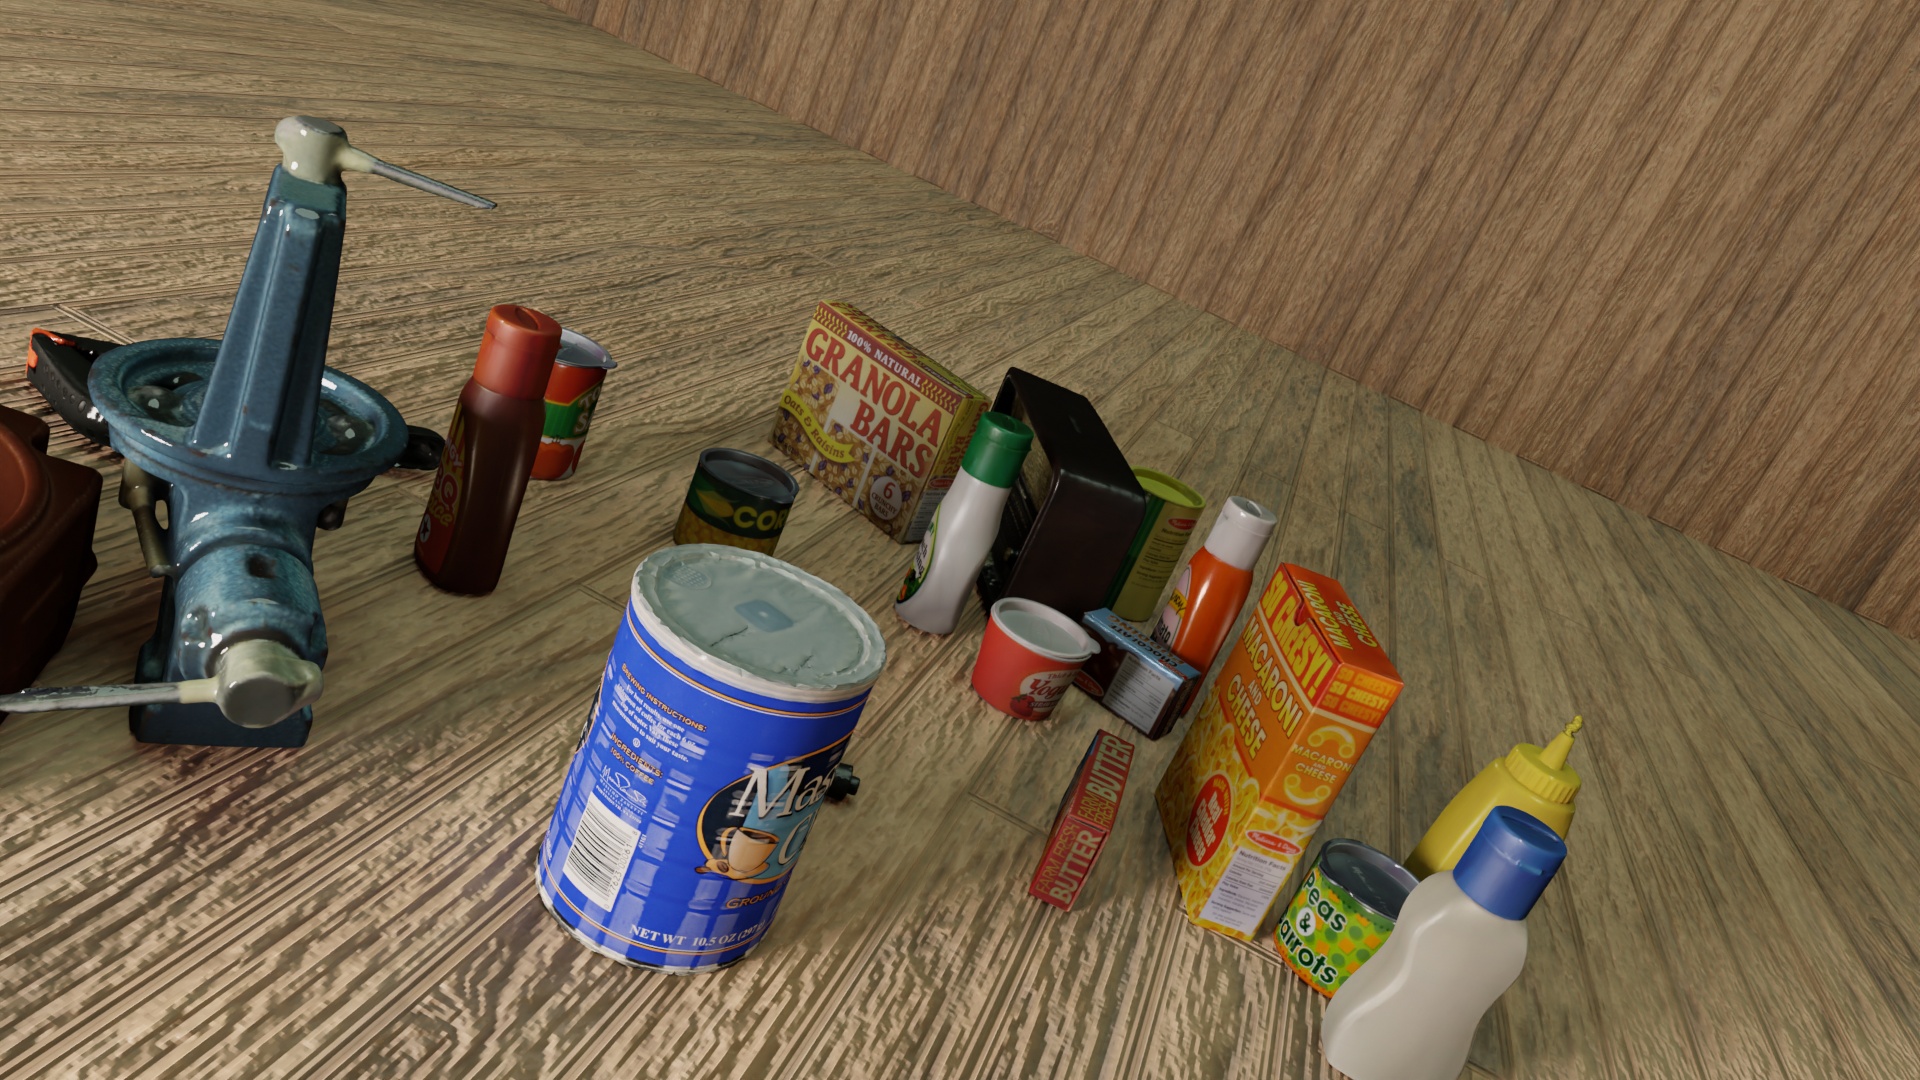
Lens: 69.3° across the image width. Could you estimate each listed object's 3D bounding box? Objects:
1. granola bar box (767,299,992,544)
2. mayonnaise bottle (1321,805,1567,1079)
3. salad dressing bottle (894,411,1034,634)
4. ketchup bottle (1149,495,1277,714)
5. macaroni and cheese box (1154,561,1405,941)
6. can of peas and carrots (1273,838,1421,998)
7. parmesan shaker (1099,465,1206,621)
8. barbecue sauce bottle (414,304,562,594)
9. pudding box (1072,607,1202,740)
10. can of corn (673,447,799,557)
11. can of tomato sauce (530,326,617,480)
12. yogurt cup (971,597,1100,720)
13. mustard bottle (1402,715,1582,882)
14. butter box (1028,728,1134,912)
[{"bbox_3d":[-0.066,-0.092,1.057,0.166,0.123,0.039,37,24,32],"label":"granola bar box"},{"bbox_3d":[0.227,0.192,0.645,0.065,0.147,0.041,24,20,-1],"label":"mayonnaise bottle"},{"bbox_3d":[0.003,-0.011,0.901,0.044,0.147,0.064,21,20,-8],"label":"salad dressing bottle"},{"bbox_3d":[0.167,0.042,0.943,0.043,0.148,0.065,21,20,-9],"label":"ketchup bottle"},{"bbox_3d":[0.165,0.110,0.751,0.040,0.165,0.124,20,21,-10],"label":"macaroni and cheese box"},{"bbox_3d":[0.204,0.200,0.727,0.071,0.058,0.071,21,21,-8],"label":"can of peas and carrots"},{"bbox_3d":[0.135,0.002,1.072,0.071,0.102,0.071,21,20,-8],"label":"parmesan shaker"},{"bbox_3d":[-0.246,-0.049,0.726,0.044,0.148,0.065,8,25,-36],"label":"barbecue sauce bottle"},{"bbox_3d":[0.110,0.087,0.915,0.084,0.049,0.030,34,23,26],"label":"pudding box"},{"bbox_3d":[-0.142,-0.018,0.888,0.071,0.058,0.071,21,21,-8],"label":"can of corn"},{"bbox_3d":[-0.267,-0.089,0.895,0.071,0.082,0.071,21,21,-8],"label":"can of tomato sauce"},{"bbox_3d":[0.042,0.075,0.864,0.072,0.053,0.073,21,21,-8],"label":"yogurt cup"},{"bbox_3d":[0.302,0.164,0.776,0.065,0.159,0.049,21,20,-7],"label":"mustard bottle"},{"bbox_3d":[0.065,0.144,0.723,0.024,0.053,0.104,26,21,6],"label":"butter box"}]
